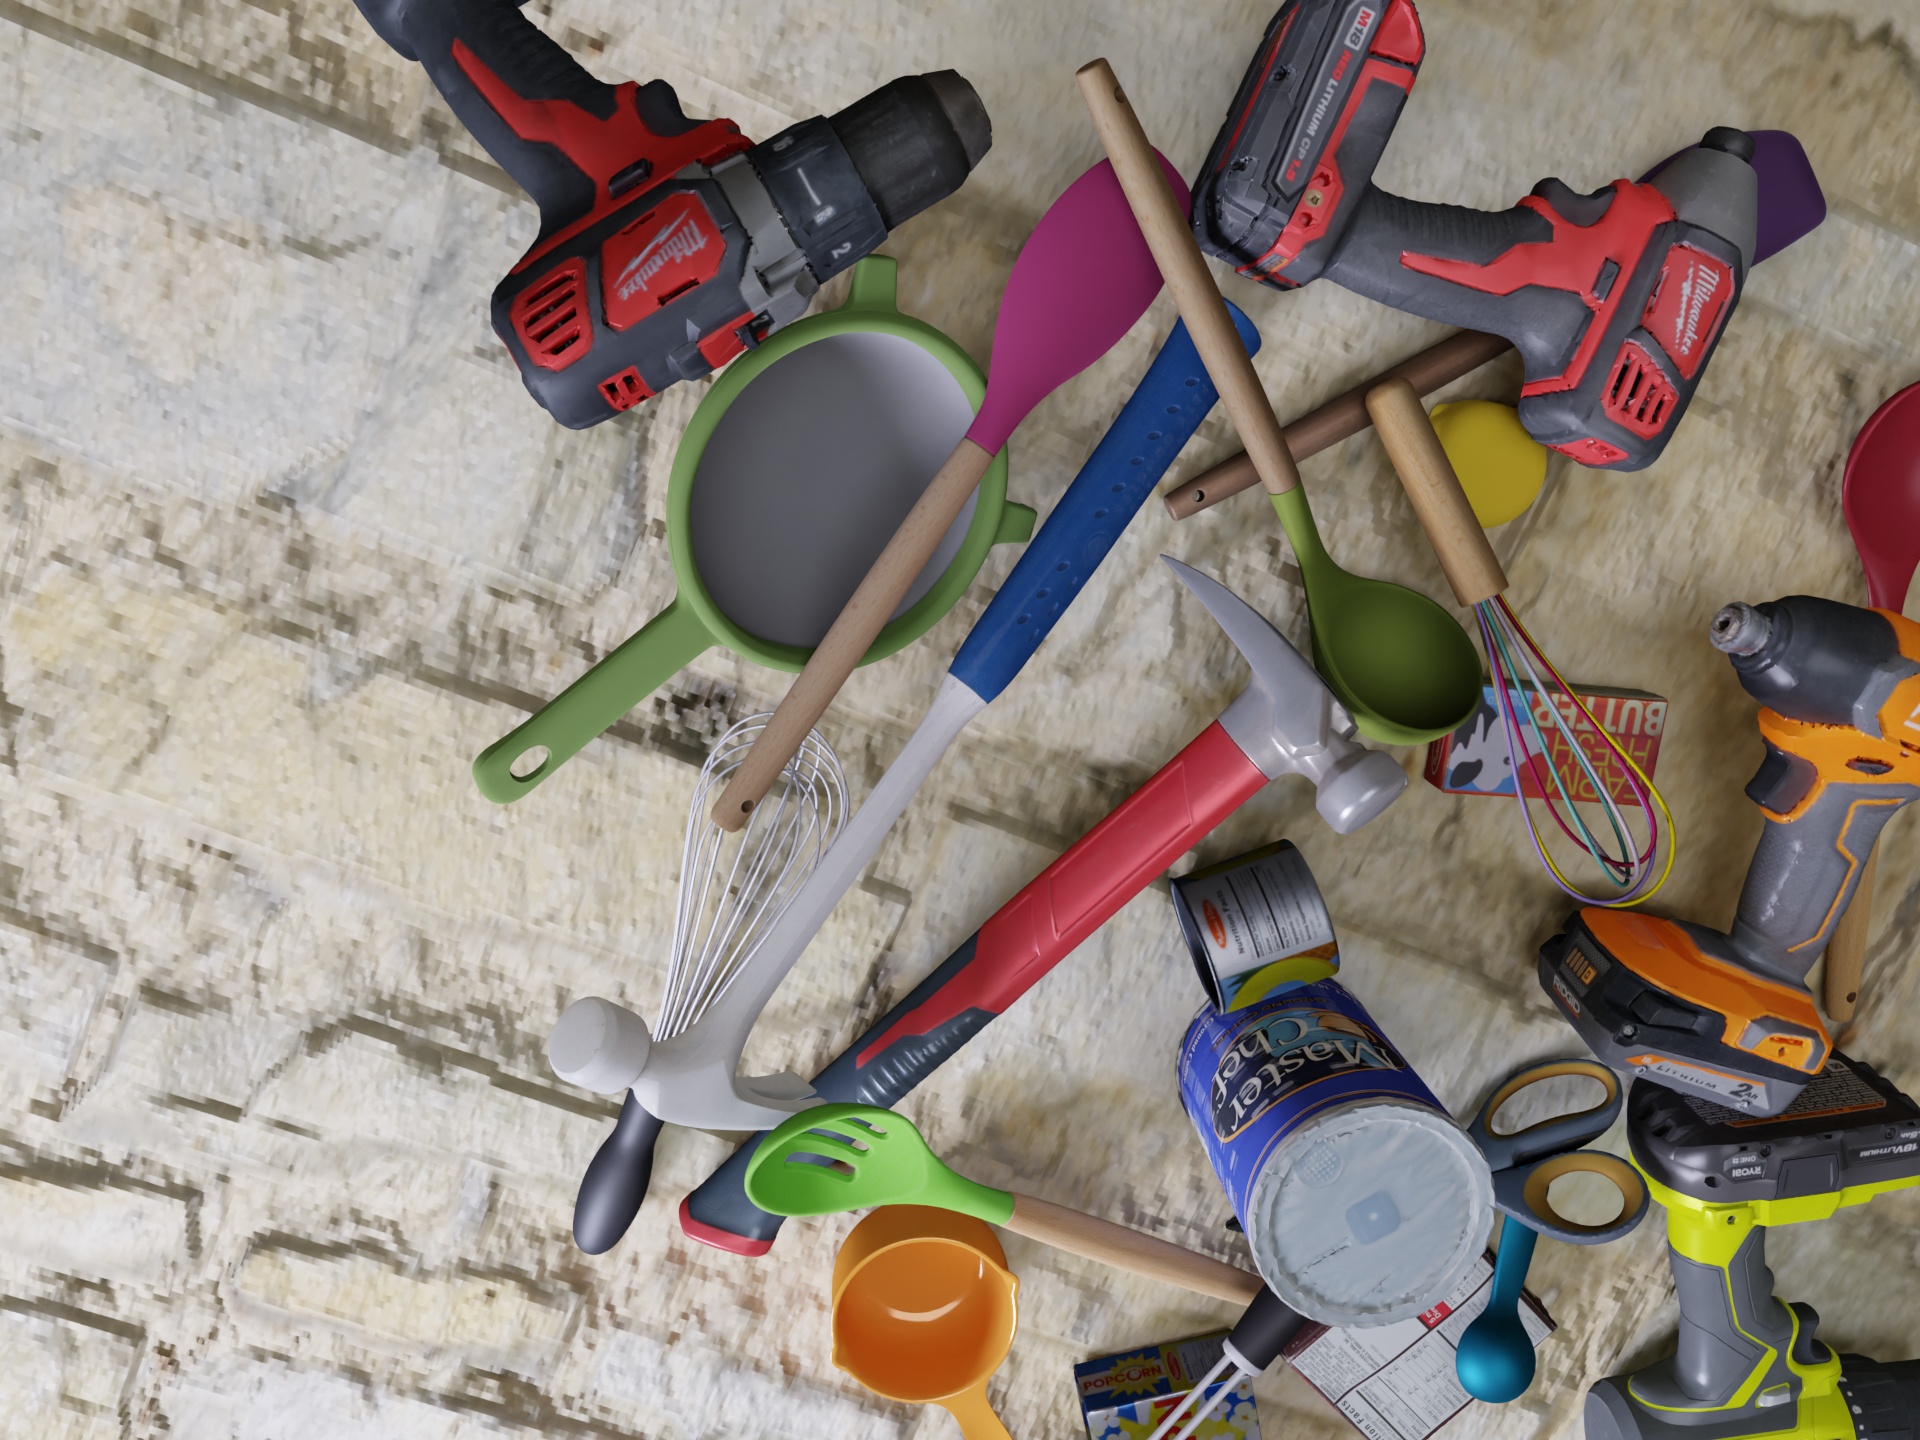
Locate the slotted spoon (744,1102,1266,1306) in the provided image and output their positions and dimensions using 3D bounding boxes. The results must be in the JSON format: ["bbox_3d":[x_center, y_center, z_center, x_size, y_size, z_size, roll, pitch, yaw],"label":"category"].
[{"bbox_3d":[0.038,0.231,0.730,0.313,0.031,0.070,27,114,-28],"label":"slotted spoon"}]

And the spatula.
[{"bbox_3d":[0.229,-0.168,0.694,0.316,0.018,0.059,-29,97,1],"label":"spatula"}]

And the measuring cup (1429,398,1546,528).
[{"bbox_3d":[0.271,-0.140,0.698,0.156,0.029,0.062,-34,104,5],"label":"measuring cup"}]

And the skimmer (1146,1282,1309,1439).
[{"bbox_3d":[0.101,0.354,0.728,0.127,0.090,0.363,42,90,-19],"label":"skimmer"}]

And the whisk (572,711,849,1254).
[{"bbox_3d":[-0.123,0.125,0.717,0.070,0.070,0.284,21,106,-10],"label":"whisk"}]

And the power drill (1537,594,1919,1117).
[{"bbox_3d":[0.357,0.054,0.707,0.164,0.084,0.226,20,110,-15],"label":"power drill"}]

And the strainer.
[{"bbox_3d":[-0.099,-0.065,0.645,0.256,0.069,0.151,-40,131,-7],"label":"strainer"}]

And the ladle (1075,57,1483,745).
[{"bbox_3d":[0.131,-0.119,0.644,0.078,0.062,0.320,-52,123,-34],"label":"ladle"}]

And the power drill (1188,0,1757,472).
[{"bbox_3d":[0.215,-0.208,0.643,0.219,0.078,0.143,25,94,-9],"label":"power drill"}]

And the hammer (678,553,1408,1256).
[{"bbox_3d":[0.005,0.100,0.715,0.386,0.038,0.143,-43,67,13],"label":"hammer"}]

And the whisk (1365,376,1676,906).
[{"bbox_3d":[0.236,-0.034,0.674,0.051,0.047,0.245,-25,90,-43],"label":"whisk"}]

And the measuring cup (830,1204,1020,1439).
[{"bbox_3d":[-0.002,0.309,0.773,0.095,0.052,0.173,-25,106,1],"label":"measuring cup"}]

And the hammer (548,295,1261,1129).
[{"bbox_3d":[-0.001,-0.002,0.665,0.405,0.035,0.143,-55,139,-3],"label":"hammer"}]

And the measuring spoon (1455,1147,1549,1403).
[{"bbox_3d":[0.271,0.266,0.765,0.042,0.021,0.129,18,82,-19],"label":"measuring spoon"}]

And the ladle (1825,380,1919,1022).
[{"bbox_3d":[0.432,-0.003,0.749,0.069,0.031,0.315,-5,106,-10],"label":"ladle"}]

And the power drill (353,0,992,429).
[{"bbox_3d":[-0.114,-0.239,0.573,0.188,0.080,0.227,-30,82,3],"label":"power drill"}]

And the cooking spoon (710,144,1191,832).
[{"bbox_3d":[-0.007,-0.088,0.636,0.068,0.017,0.319,31,96,-43],"label":"cooking spoon"}]

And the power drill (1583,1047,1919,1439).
[{"bbox_3d":[0.415,0.284,0.793,0.190,0.080,0.228,-7,107,-3],"label":"power drill"}]
